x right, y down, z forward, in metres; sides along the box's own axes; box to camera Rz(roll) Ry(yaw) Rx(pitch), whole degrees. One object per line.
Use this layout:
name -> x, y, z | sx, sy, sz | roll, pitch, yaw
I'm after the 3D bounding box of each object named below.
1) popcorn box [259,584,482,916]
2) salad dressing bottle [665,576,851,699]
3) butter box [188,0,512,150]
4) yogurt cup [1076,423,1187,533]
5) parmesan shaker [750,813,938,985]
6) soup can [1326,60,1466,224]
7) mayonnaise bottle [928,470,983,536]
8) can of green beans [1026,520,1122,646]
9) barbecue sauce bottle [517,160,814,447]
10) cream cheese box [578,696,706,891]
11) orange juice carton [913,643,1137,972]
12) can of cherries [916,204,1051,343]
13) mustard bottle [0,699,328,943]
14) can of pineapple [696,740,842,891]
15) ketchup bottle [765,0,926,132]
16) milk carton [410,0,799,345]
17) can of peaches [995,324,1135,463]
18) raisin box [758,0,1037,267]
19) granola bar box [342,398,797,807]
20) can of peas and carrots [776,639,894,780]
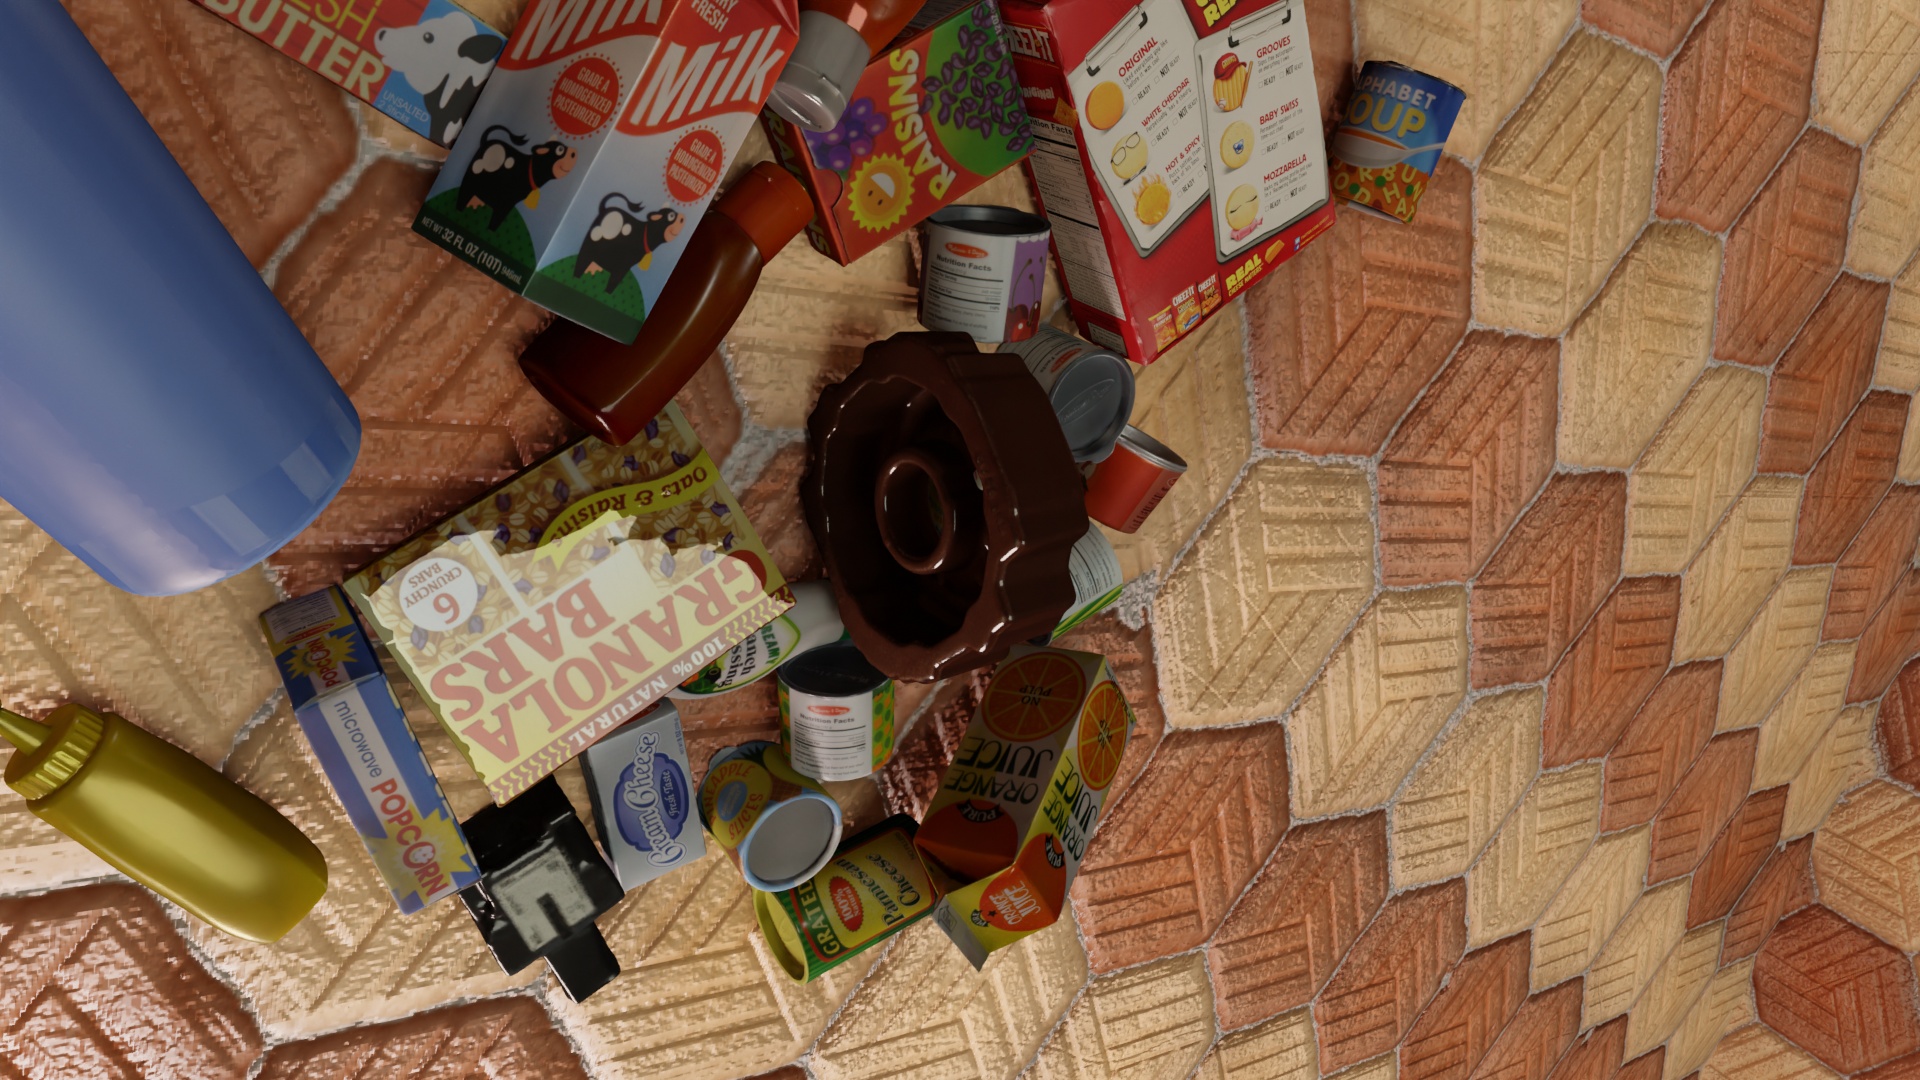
popcorn box -> -0.262, 0.093, 0.618 | 0.038, 0.085, 0.126 | -27, 127, -24
salad dressing bottle -> -0.102, 0.044, 0.748 | 0.148, 0.044, 0.064 | -12, 118, -34
butter box -> -0.231, -0.199, 0.531 | 0.103, 0.024, 0.053 | 27, 94, -44
yogurt cup -> 0.097, -0.040, 0.849 | 0.072, 0.072, 0.053 | 16, 111, -42
parmesan shaker -> -0.068, 0.215, 0.852 | 0.103, 0.071, 0.071 | -22, 125, -29
soup can -> 0.267, -0.249, 0.870 | 0.071, 0.071, 0.083 | 9, 107, -41
mayonnaise bottle -> 0.003, -0.010, 0.792 | 0.041, 0.065, 0.147 | -8, 121, -36
can of green beans -> 0.056, 0.022, 0.847 | 0.058, 0.071, 0.071 | -30, 128, -24
barbecue sauce bottle -> -0.128, -0.113, 0.635 | 0.149, 0.065, 0.043 | -50, 153, -18
cream cheese box -> -0.173, 0.137, 0.754 | 0.053, 0.024, 0.103 | -21, 124, -27
orange juice carton -> 0.036, 0.161, 0.846 | 0.194, 0.073, 0.071 | -62, 140, -33
can of cherries -> 0.013, -0.141, 0.728 | 0.072, 0.071, 0.058 | -12, 120, -33
mustard bottle -> -0.342, 0.111, 0.582 | 0.049, 0.065, 0.159 | -49, 128, -14
can of pineapple -> -0.110, 0.156, 0.791 | 0.071, 0.058, 0.070 | -18, 123, -30
ketchup bottle -> -0.041, -0.253, 0.616 | 0.064, 0.043, 0.149 | 34, 75, -38
milk carton -> -0.134, -0.186, 0.568 | 0.190, 0.072, 0.073 | -61, 156, 4
can of peaches -> 0.057, -0.084, 0.797 | 0.071, 0.058, 0.071 | -19, 123, -31
raisin box -> -0.029, -0.203, 0.679 | 0.124, 0.040, 0.085 | -35, 131, -18
granola bar box -> -0.179, 0.024, 0.651 | 0.166, 0.039, 0.124 | -35, 106, -19
can of peas and carrots -> -0.069, 0.092, 0.786 | 0.071, 0.071, 0.058 | -17, 123, -31
